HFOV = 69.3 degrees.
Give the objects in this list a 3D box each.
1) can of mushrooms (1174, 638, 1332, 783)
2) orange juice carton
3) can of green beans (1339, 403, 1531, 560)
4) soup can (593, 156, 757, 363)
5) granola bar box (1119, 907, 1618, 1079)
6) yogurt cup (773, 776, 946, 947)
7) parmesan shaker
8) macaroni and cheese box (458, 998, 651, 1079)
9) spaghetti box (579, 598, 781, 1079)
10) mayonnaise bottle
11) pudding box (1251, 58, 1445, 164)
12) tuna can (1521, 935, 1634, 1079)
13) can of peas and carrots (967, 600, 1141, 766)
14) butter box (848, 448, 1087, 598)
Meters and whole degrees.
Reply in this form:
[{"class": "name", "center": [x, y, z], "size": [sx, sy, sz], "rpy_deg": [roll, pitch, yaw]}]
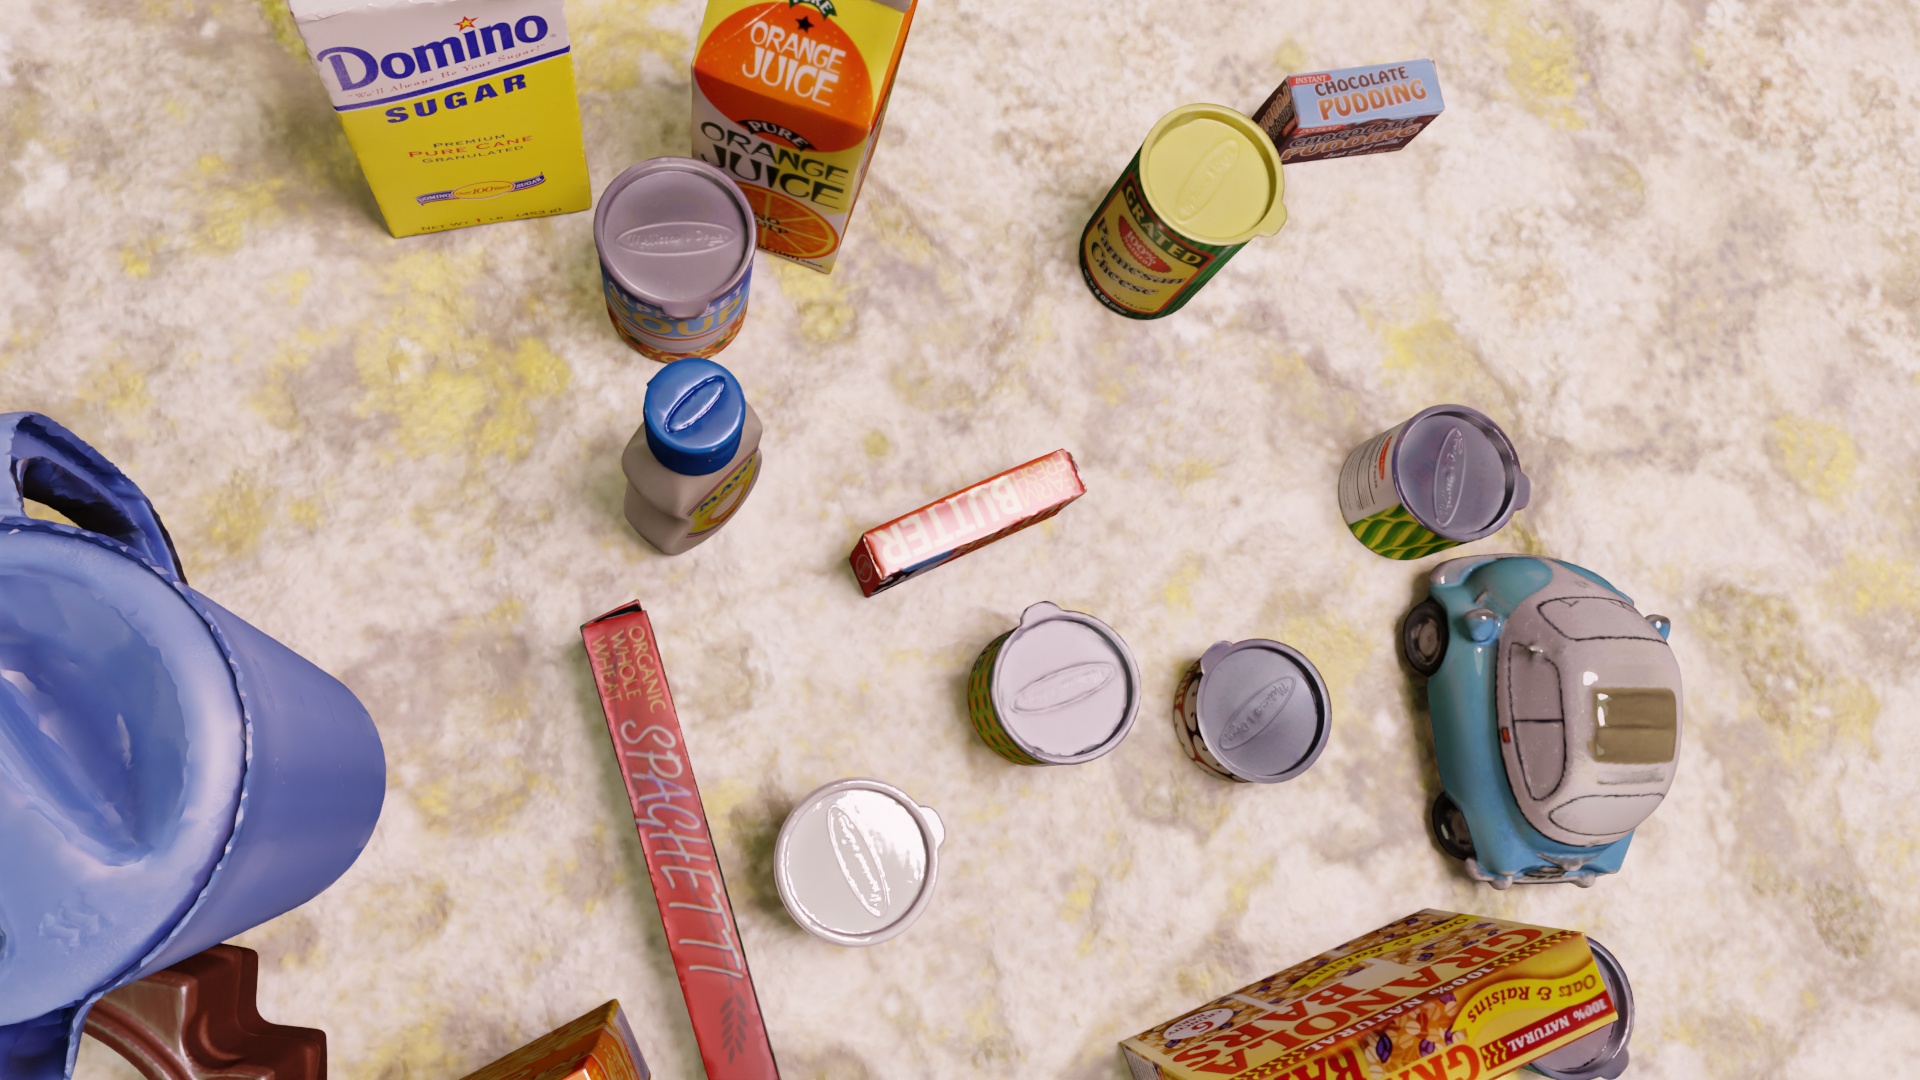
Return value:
[{"class": "can of mushrooms", "center": [0.134, 0.078, 0.647], "size": [0.071, 0.033, 0.071], "rpy_deg": [2, 79, -11]}, {"class": "orange juice carton", "center": [-0.067, -0.188, 0.579], "size": [0.072, 0.192, 0.073], "rpy_deg": [18, 77, -7]}, {"class": "can of green beans", "center": [0.226, -0.027, 0.674], "size": [0.071, 0.057, 0.071], "rpy_deg": [2, 79, -11]}, {"class": "soup can", "center": [-0.124, -0.117, 0.610], "size": [0.071, 0.083, 0.071], "rpy_deg": [2, 79, -11]}, {"class": "granola bar box", "center": [0.164, 0.206, 0.581], "size": [0.166, 0.124, 0.039], "rpy_deg": [-18, 83, -14]}, {"class": "yogurt cup", "center": [-0.046, 0.135, 0.590], "size": [0.072, 0.054, 0.072], "rpy_deg": [2, 79, -11]}, {"class": "parmesan shaker", "center": [0.102, -0.148, 0.650], "size": [0.071, 0.103, 0.071], "rpy_deg": [2, 79, -11]}, {"class": "macaroni and cheese box", "center": [-0.174, 0.219, 0.490], "size": [0.124, 0.166, 0.040], "rpy_deg": [-26, 85, -15]}, {"class": "spaghetti box", "center": [-0.110, 0.149, 0.577], "size": [0.029, 0.050, 0.250], "rpy_deg": [-16, 82, -14]}, {"class": "mayonnaise bottle", "center": [-0.108, -0.034, 0.563], "size": [0.041, 0.147, 0.065], "rpy_deg": [44, 75, -1]}, {"class": "pudding box", "center": [0.198, -0.219, 0.711], "size": [0.084, 0.049, 0.030], "rpy_deg": [-10, 81, -13]}, {"class": "tuna can", "center": [0.277, 0.217, 0.648], "size": [0.071, 0.032, 0.071], "rpy_deg": [2, 79, -11]}, {"class": "can of peas and carrots", "center": [0.039, 0.065, 0.618], "size": [0.071, 0.058, 0.071], "rpy_deg": [2, 79, -11]}, {"class": "butter box", "center": [0.002, -0.008, 0.629], "size": [0.104, 0.053, 0.024], "rpy_deg": [-24, 85, -15]}]
